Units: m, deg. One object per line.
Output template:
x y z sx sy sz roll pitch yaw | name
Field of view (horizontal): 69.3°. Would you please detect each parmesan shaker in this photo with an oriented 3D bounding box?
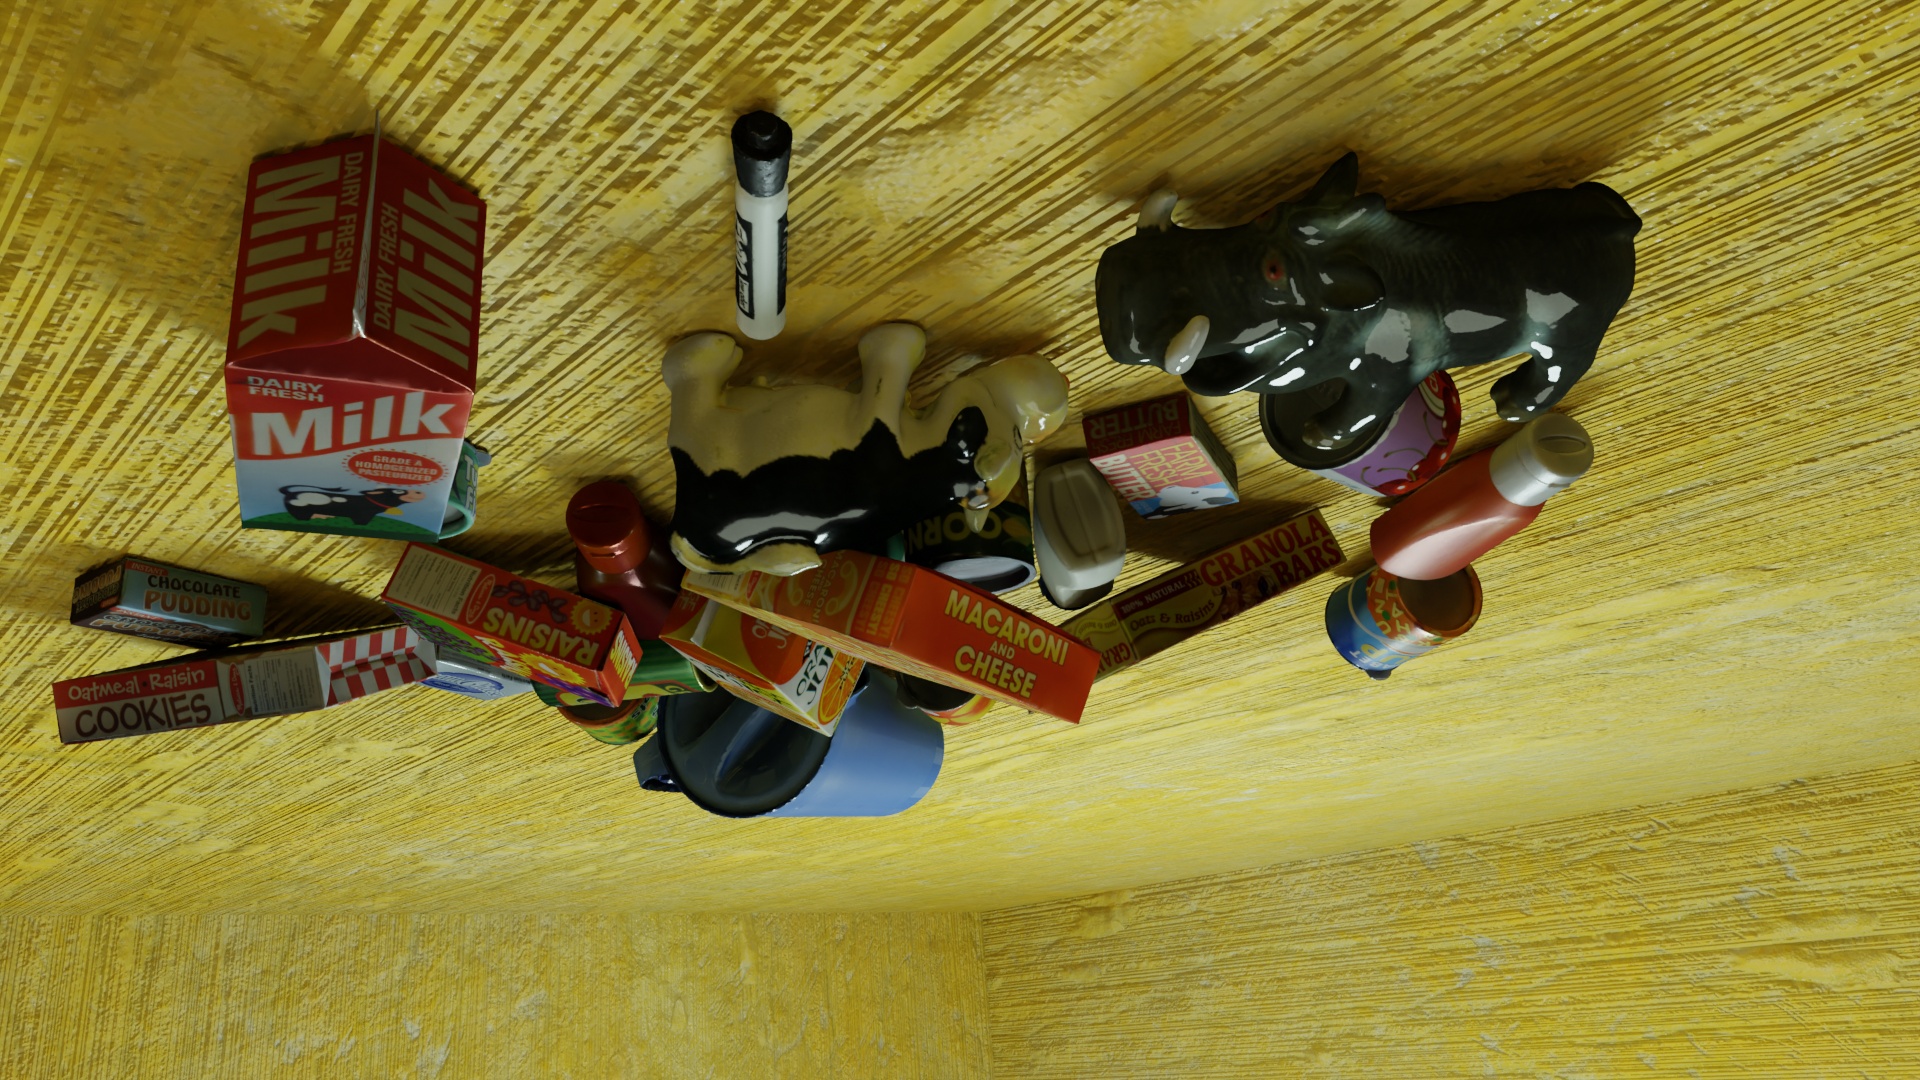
-0.205 0.065 0.855 0.103 0.071 0.071 -7 160 8 | parmesan shaker

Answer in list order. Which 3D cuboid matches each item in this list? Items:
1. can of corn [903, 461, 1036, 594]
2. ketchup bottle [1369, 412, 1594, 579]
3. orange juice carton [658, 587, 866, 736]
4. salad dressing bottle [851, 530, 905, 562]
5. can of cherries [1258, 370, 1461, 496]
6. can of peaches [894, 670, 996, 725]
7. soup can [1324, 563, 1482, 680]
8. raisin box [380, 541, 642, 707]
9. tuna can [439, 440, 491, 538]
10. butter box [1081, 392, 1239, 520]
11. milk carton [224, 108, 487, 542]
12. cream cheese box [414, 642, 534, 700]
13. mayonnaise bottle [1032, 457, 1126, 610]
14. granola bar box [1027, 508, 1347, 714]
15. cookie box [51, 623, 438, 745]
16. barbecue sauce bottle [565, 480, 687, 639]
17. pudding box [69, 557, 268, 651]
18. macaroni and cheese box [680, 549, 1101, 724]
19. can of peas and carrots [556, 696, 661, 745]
0.003 -0.009 0.701 0.071 0.058 0.071 -4 160 -1 | can of corn
0.283 -0.021 0.752 0.065 0.043 0.148 -1 160 -12 | ketchup bottle
-0.109 0.049 0.784 0.073 0.072 0.192 20 165 13 | orange juice carton
-0.037 0.016 0.785 0.064 0.044 0.147 -2 161 16 | salad dressing bottle
0.173 -0.058 0.593 0.071 0.071 0.058 -22 154 39 | can of cherries
-0.009 0.095 0.977 0.071 0.071 0.058 -8 161 10 | can of peaches
0.288 0.046 0.902 0.071 0.071 0.083 1 159 -16 | soup can
-0.245 0.048 0.770 0.123 0.040 0.085 19 159 1 | raisin box
-0.253 -0.025 0.635 0.071 0.033 0.071 -4 160 -1 | tuna can
0.101 -0.040 0.688 0.053 0.024 0.103 -13 159 20 | butter box
-0.207 -0.064 0.476 0.073 0.072 0.189 5 158 -24 | milk carton
-0.338 0.085 0.942 0.053 0.024 0.103 -14 159 21 | cream cheese box
0.062 0.005 0.756 0.041 0.065 0.147 -18 165 -2 | mayonnaise bottle
0.123 0.040 0.807 0.166 0.039 0.123 -21 171 -31 | granola bar box
-0.424 0.084 0.834 0.167 0.040 0.123 -8 -178 9 | cookie box
-0.177 0.013 0.746 0.065 0.044 0.148 1 160 -2 | barbecue sauce bottle
-0.438 0.036 0.772 0.049 0.030 0.083 -16 158 28 | pudding box
-0.035 0.036 0.653 0.123 0.040 0.166 27 169 -40 | macaroni and cheese box
-0.236 0.102 0.948 0.071 0.071 0.058 -5 160 2 | can of peas and carrots
